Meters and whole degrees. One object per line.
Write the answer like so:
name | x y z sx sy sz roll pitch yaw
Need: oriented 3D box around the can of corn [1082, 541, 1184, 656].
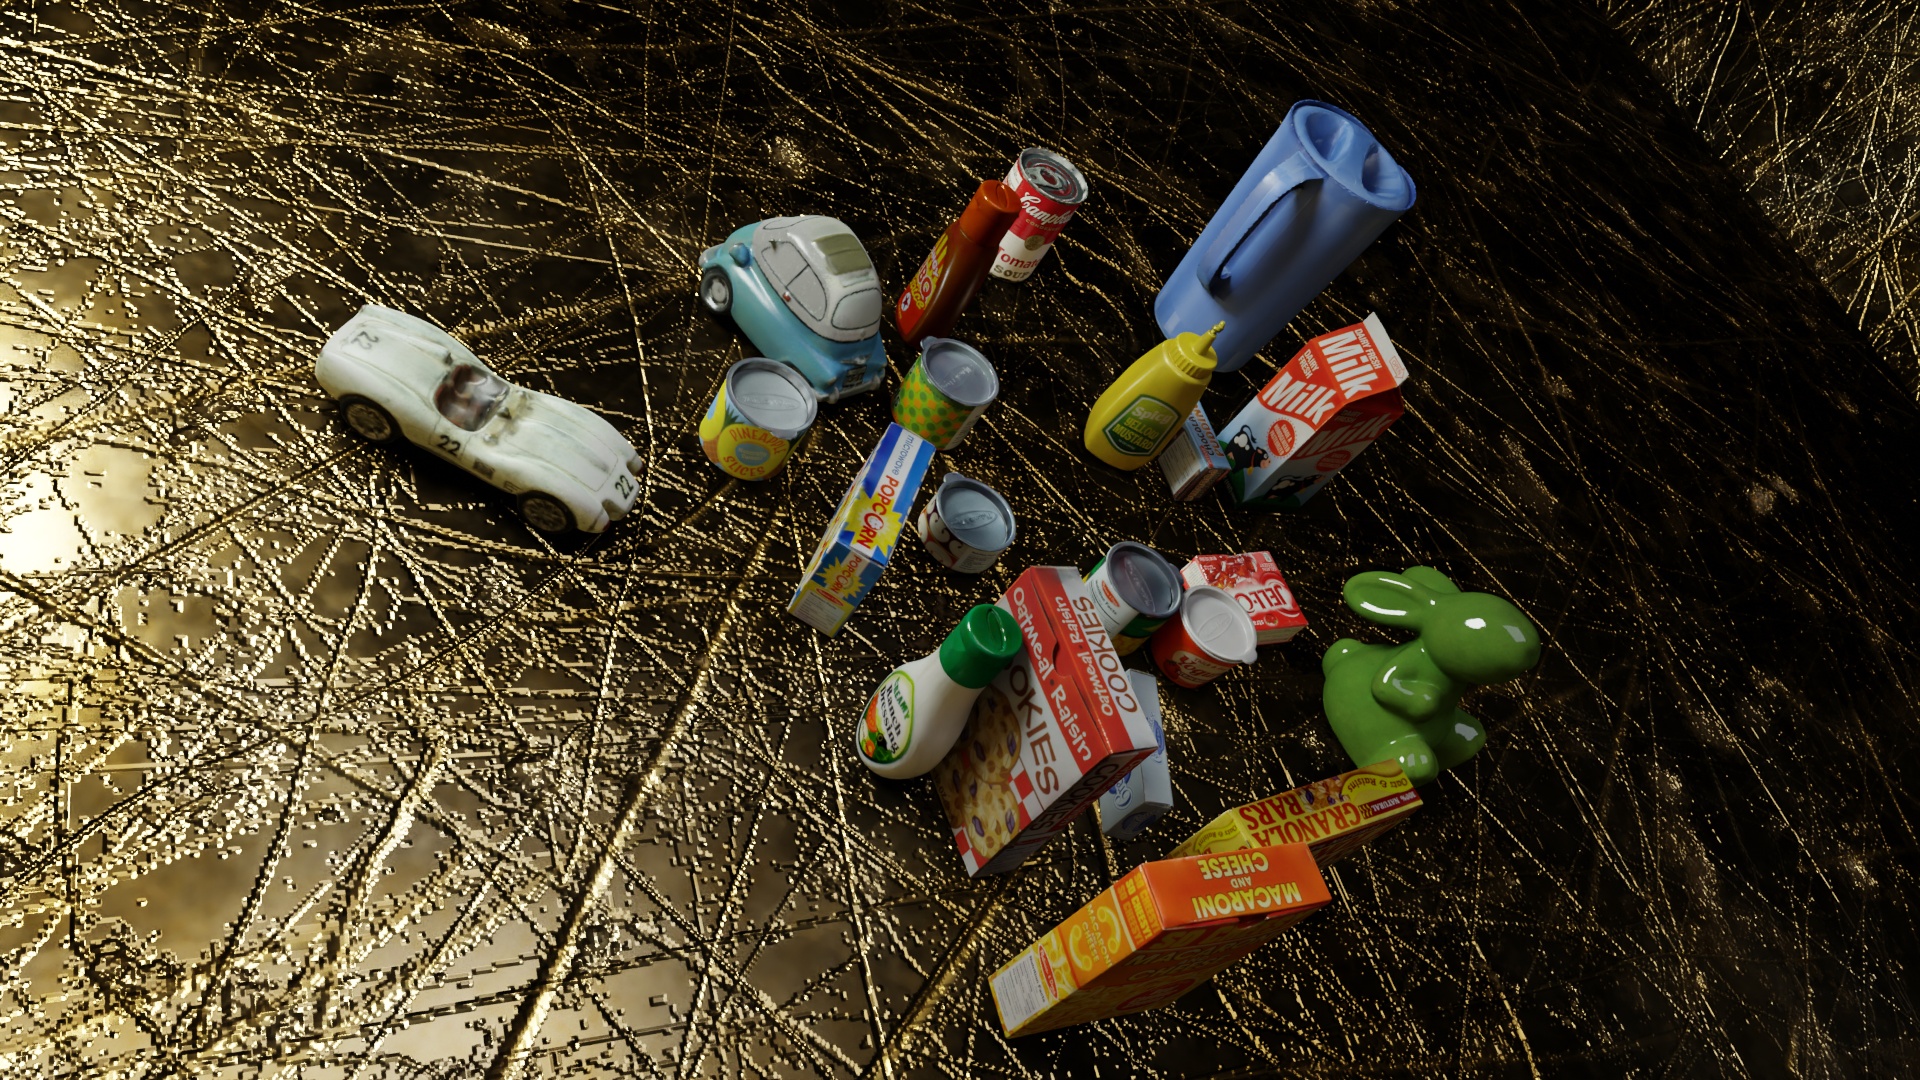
can of corn | 0.123 0.044 1.031 0.071 0.058 0.071 18 47 -21

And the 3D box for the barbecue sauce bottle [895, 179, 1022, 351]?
barbecue sauce bottle | -0.002 -0.219 1.101 0.044 0.147 0.065 14 48 -25

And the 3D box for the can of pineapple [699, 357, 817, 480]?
can of pineapple | -0.140 -0.082 0.959 0.071 0.057 0.071 18 47 -21

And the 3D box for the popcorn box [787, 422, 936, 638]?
popcorn box | -0.065 -0.009 0.928 0.038 0.084 0.127 30 44 -9

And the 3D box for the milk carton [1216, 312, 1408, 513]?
milk carton | 0.303 -0.106 1.181 0.073 0.189 0.072 4 53 -32

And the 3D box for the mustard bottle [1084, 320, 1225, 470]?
mustard bottle | 0.162 -0.122 1.122 0.065 0.159 0.049 25 45 -14

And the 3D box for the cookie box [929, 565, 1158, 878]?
cookie box | 0.036 0.111 0.836 0.040 0.166 0.123 -2 57 -35

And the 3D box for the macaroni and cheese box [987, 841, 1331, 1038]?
macaroni and cheese box | 0.110 0.228 0.789 0.124 0.165 0.040 2 54 -33

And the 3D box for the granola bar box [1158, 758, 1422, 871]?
granola bar box | 0.204 0.201 0.906 0.166 0.123 0.039 -7 59 -38

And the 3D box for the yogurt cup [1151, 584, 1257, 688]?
yogurt cup | 0.180 0.075 1.046 0.072 0.053 0.073 18 47 -21

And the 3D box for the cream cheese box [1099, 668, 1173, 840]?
cream cheese box | 0.115 0.145 0.944 0.024 0.053 0.104 17 47 -22

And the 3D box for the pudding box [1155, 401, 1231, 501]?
pudding box | 0.192 -0.081 1.188 0.030 0.049 0.084 2 54 -33

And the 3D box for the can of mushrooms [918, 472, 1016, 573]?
can of mushrooms | 0.004 -0.013 1.016 0.071 0.033 0.071 18 47 -21

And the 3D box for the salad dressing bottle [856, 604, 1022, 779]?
salad dressing bottle | -0.013 0.091 0.834 0.044 0.147 0.064 8 51 -29

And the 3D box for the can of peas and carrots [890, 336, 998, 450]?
can of peas and carrots | -0.015 -0.113 1.069 0.071 0.058 0.071 18 47 -21
